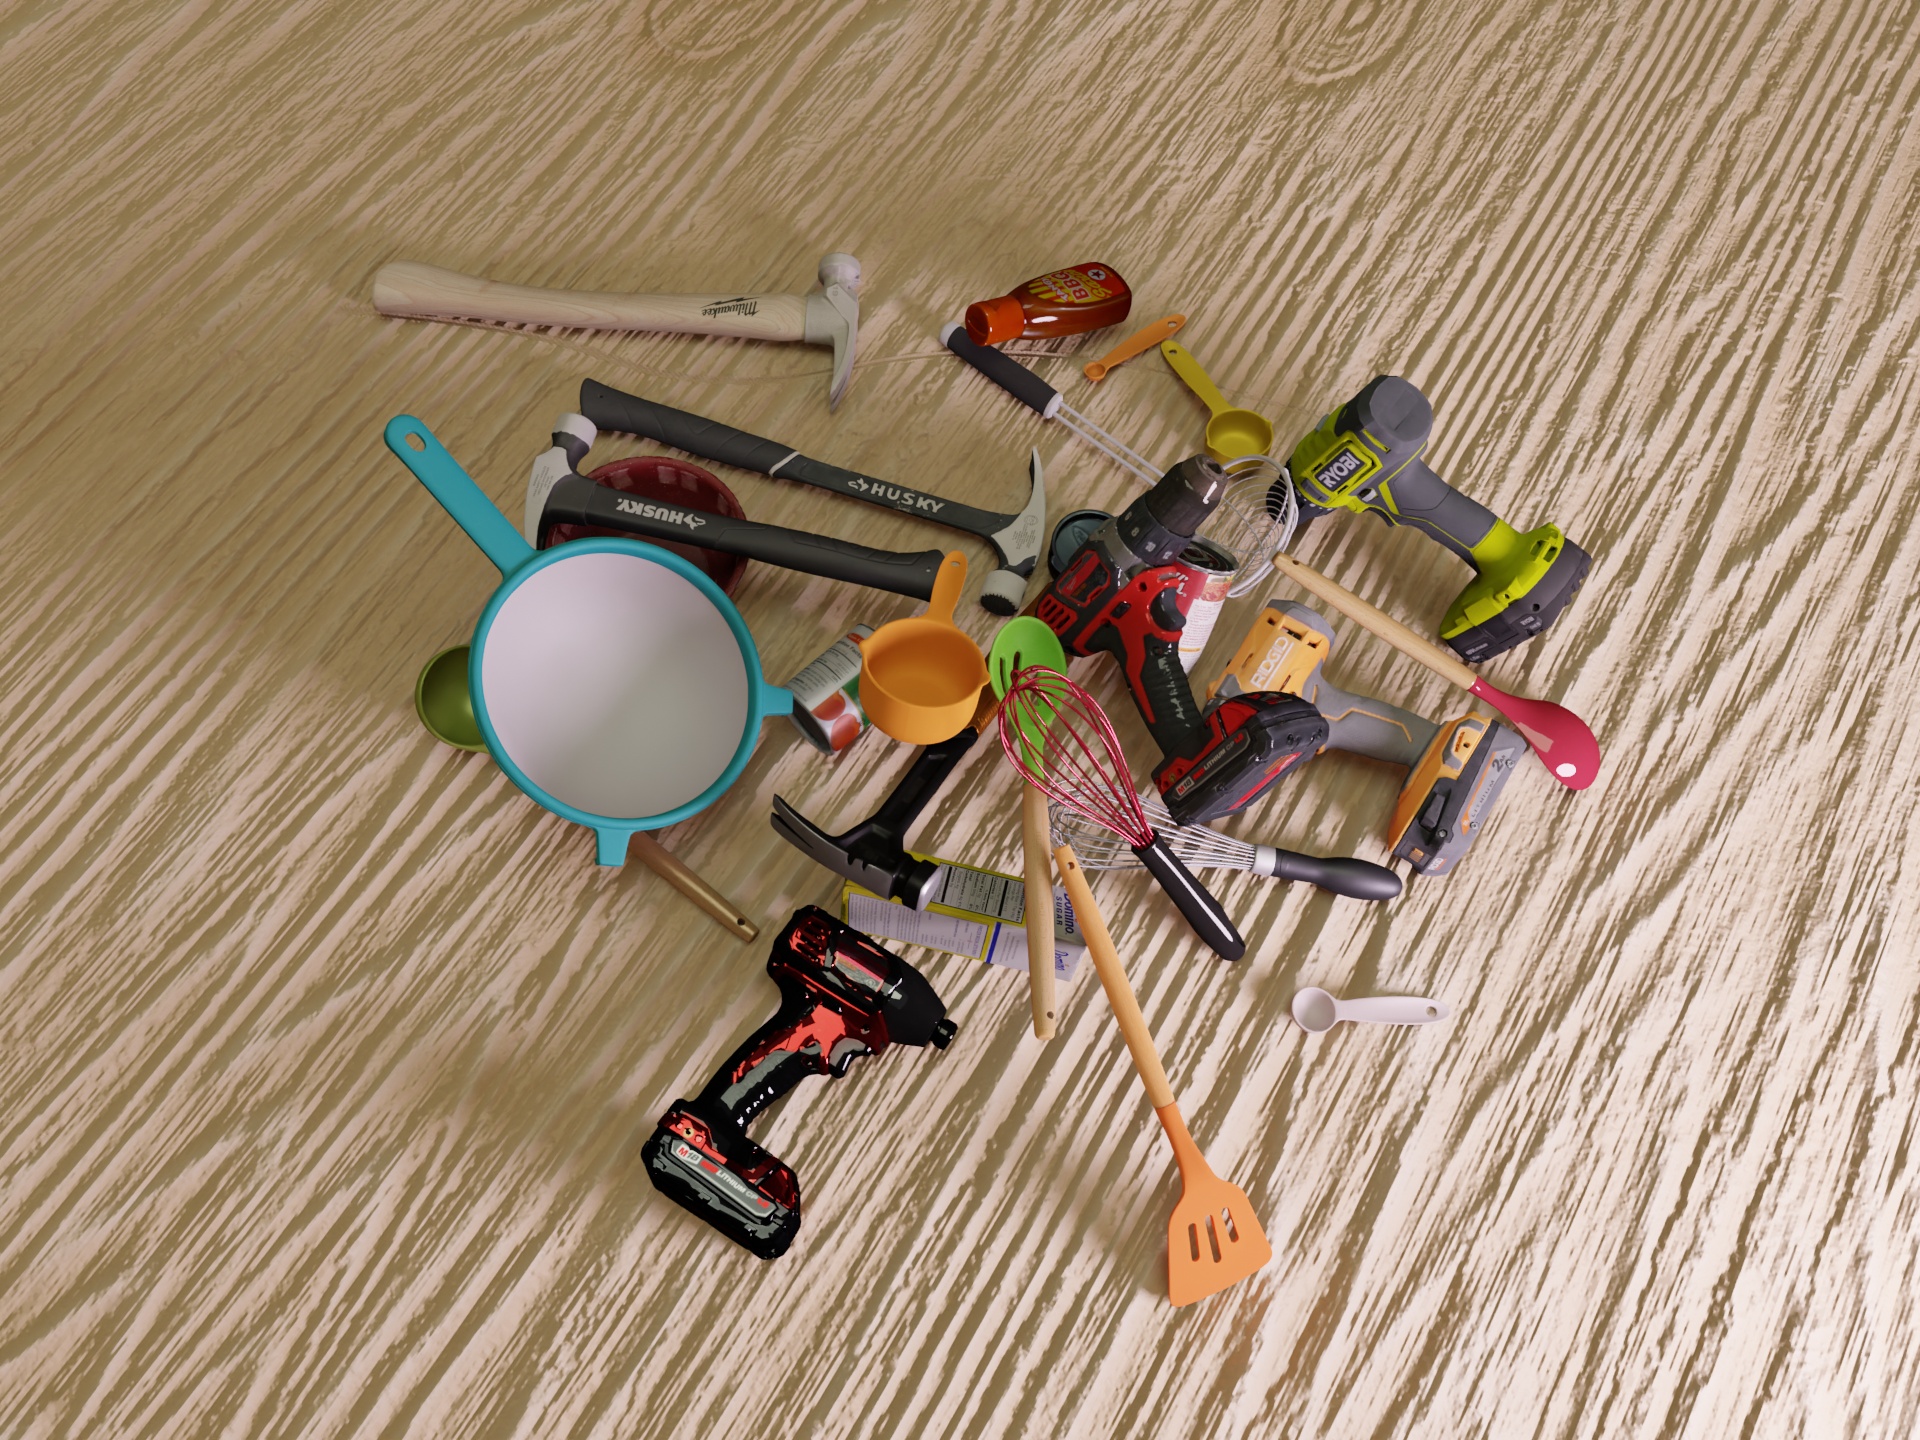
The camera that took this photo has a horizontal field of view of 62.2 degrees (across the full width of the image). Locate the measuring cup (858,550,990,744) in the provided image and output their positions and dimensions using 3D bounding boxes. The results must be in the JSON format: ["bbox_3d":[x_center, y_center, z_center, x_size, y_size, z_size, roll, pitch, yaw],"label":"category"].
[{"bbox_3d":[-0.021,-0.054,1.160,0.095,0.052,0.174,15,45,1],"label":"measuring cup"}]

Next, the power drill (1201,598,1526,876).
[{"bbox_3d":[0.288,0.030,1.214,0.226,0.084,0.185,31,71,14],"label":"power drill"}]

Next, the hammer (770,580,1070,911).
[{"bbox_3d":[-0.002,-0.004,1.177,0.127,0.034,0.337,27,48,13],"label":"hammer"}]

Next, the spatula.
[{"bbox_3d":[0.125,0.237,1.078,0.081,0.041,0.322,-21,87,-14],"label":"spatula"}]

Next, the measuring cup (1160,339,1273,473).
[{"bbox_3d":[0.214,-0.271,1.374,0.062,0.029,0.157,-22,58,-13],"label":"measuring cup"}]

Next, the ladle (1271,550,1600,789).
[{"bbox_3d":[0.373,-0.044,1.231,0.315,0.031,0.069,31,52,-6],"label":"ladle"}]

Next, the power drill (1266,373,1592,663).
[{"bbox_3d":[0.358,-0.152,1.257,0.228,0.190,0.080,40,67,-2],"label":"power drill"}]

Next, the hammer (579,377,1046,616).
[{"bbox_3d":[-0.124,-0.211,1.314,0.409,0.036,0.149,18,65,4],"label":"hammer"}]

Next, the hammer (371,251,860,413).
[{"bbox_3d":[-0.294,-0.344,1.361,0.410,0.038,0.146,3,67,-2],"label":"hammer"}]

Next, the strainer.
[{"bbox_3d":[-0.296,-0.067,1.136,0.340,0.095,0.211,50,60,-8],"label":"strainer"}]

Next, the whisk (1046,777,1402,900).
[{"bbox_3d":[0.194,0.099,1.191,0.284,0.070,0.070,12,66,-4],"label":"whisk"}]

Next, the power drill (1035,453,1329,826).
[{"bbox_3d":[0.166,-0.059,1.142,0.080,0.188,0.227,-8,60,-46],"label":"power drill"}]

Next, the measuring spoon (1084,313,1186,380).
[{"bbox_3d":[0.154,-0.327,1.399,0.117,0.011,0.021,-35,60,-21],"label":"measuring spoon"}]

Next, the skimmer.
[{"bbox_3d":[0.117,-0.232,1.309,0.363,0.090,0.127,38,102,15],"label":"skimmer"}]

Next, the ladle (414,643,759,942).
[{"bbox_3d":[-0.274,0.057,1.175,0.320,0.062,0.078,37,62,9],"label":"ladle"}]

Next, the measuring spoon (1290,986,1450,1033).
[{"bbox_3d":[0.300,0.215,1.169,0.124,0.018,0.034,2,66,-10],"label":"measuring spoon"}]

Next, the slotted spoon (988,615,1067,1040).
[{"bbox_3d":[0.051,0.069,1.110,0.070,0.031,0.314,16,57,-30],"label":"slotted spoon"}]

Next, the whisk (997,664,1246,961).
[{"bbox_3d":[0.119,0.073,1.118,0.295,0.073,0.073,49,67,-25],"label":"whisk"}]

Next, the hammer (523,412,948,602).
[{"bbox_3d":[-0.169,-0.135,1.216,0.335,0.035,0.146,13,65,1],"label":"hammer"}]

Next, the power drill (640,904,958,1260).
[{"bbox_3d":[-0.107,0.248,1.093,0.143,0.078,0.220,30,65,9],"label":"power drill"}]
